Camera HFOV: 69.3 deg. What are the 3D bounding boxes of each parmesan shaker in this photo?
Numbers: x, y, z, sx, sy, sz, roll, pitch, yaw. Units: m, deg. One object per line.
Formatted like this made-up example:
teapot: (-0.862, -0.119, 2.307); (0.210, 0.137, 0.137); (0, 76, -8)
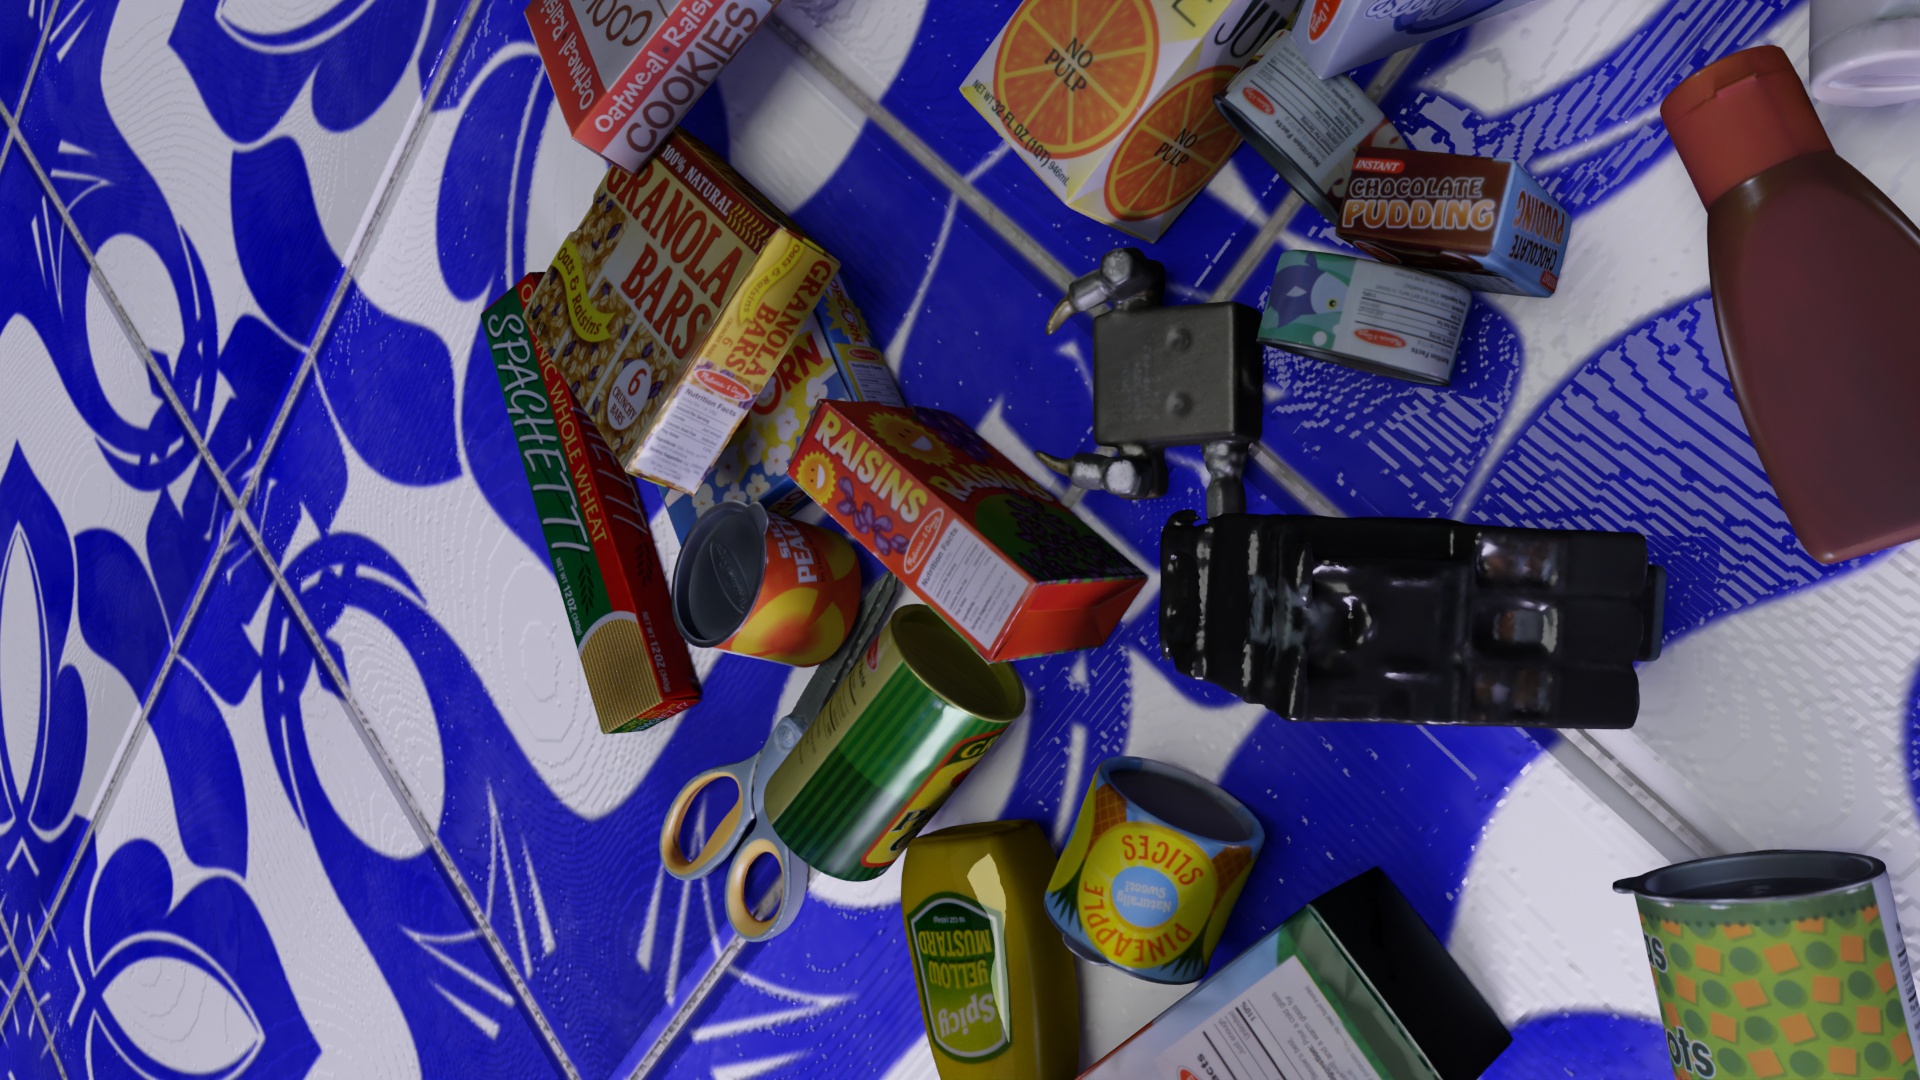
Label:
parmesan shaker: (-0.028, 0.085, 0.585); (0.071, 0.071, 0.102); (49, 116, 25)

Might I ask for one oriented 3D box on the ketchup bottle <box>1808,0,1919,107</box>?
ketchup bottle: (0.259, -0.199, 0.390); (0.065, 0.043, 0.149); (2, 84, 14)

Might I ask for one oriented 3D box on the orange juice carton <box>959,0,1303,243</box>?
orange juice carton: (0.095, -0.208, 0.499); (0.192, 0.073, 0.072); (-49, 64, 24)

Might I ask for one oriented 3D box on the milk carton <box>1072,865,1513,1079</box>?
milk carton: (0.090, 0.204, 0.495); (0.190, 0.072, 0.073); (-46, 65, 24)

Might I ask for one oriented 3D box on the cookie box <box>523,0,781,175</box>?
cookie box: (-0.130, -0.270, 0.649); (0.167, 0.040, 0.123); (-43, 50, 19)

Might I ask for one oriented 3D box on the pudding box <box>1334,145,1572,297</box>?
pudding box: (0.160, -0.100, 0.445); (0.050, 0.084, 0.030); (17, 99, 34)

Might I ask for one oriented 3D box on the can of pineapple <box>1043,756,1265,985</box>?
can of pineapple: (0.071, 0.120, 0.511); (0.071, 0.071, 0.057); (28, 105, 32)

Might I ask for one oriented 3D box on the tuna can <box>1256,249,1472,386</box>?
tuna can: (0.136, -0.076, 0.474); (0.071, 0.071, 0.032); (19, 100, 34)

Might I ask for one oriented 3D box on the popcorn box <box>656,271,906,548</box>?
popcorn box: (-0.091, -0.058, 0.648); (0.126, 0.038, 0.085); (-34, 71, 30)

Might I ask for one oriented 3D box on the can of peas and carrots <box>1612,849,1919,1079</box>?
can of peas and carrots: (0.232, 0.125, 0.400); (0.071, 0.071, 0.059); (-14, 82, 34)

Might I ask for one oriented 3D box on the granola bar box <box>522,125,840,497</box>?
granola bar box: (-0.136, -0.115, 0.641); (0.124, 0.039, 0.166); (-55, 44, 11)

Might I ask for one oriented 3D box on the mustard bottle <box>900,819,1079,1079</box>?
mustard bottle: (0.017, 0.196, 0.560); (0.065, 0.049, 0.160); (-16, 80, 36)

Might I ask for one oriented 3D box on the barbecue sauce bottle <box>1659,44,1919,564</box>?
barbecue sauce bottle: (0.251, -0.071, 0.405); (0.064, 0.044, 0.149); (-23, 75, 23)

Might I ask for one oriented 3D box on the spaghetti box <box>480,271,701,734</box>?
spaghetti box: (-0.196, -0.024, 0.726); (0.050, 0.029, 0.250); (-29, 73, 30)

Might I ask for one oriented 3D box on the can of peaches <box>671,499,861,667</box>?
can of peaches: (-0.085, 0.019, 0.621); (0.071, 0.058, 0.071); (-17, 65, 40)

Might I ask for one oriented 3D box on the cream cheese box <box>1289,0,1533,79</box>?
cream cheese box: (0.157, -0.184, 0.434); (0.104, 0.053, 0.024); (-24, 73, -14)

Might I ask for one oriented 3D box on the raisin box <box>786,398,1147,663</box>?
raisin box: (0.002, -0.007, 0.552); (0.123, 0.086, 0.040); (41, 114, 28)

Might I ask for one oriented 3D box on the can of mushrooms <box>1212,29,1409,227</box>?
can of mushrooms: (0.123, -0.142, 0.483); (0.033, 0.071, 0.071); (-46, 65, 15)
